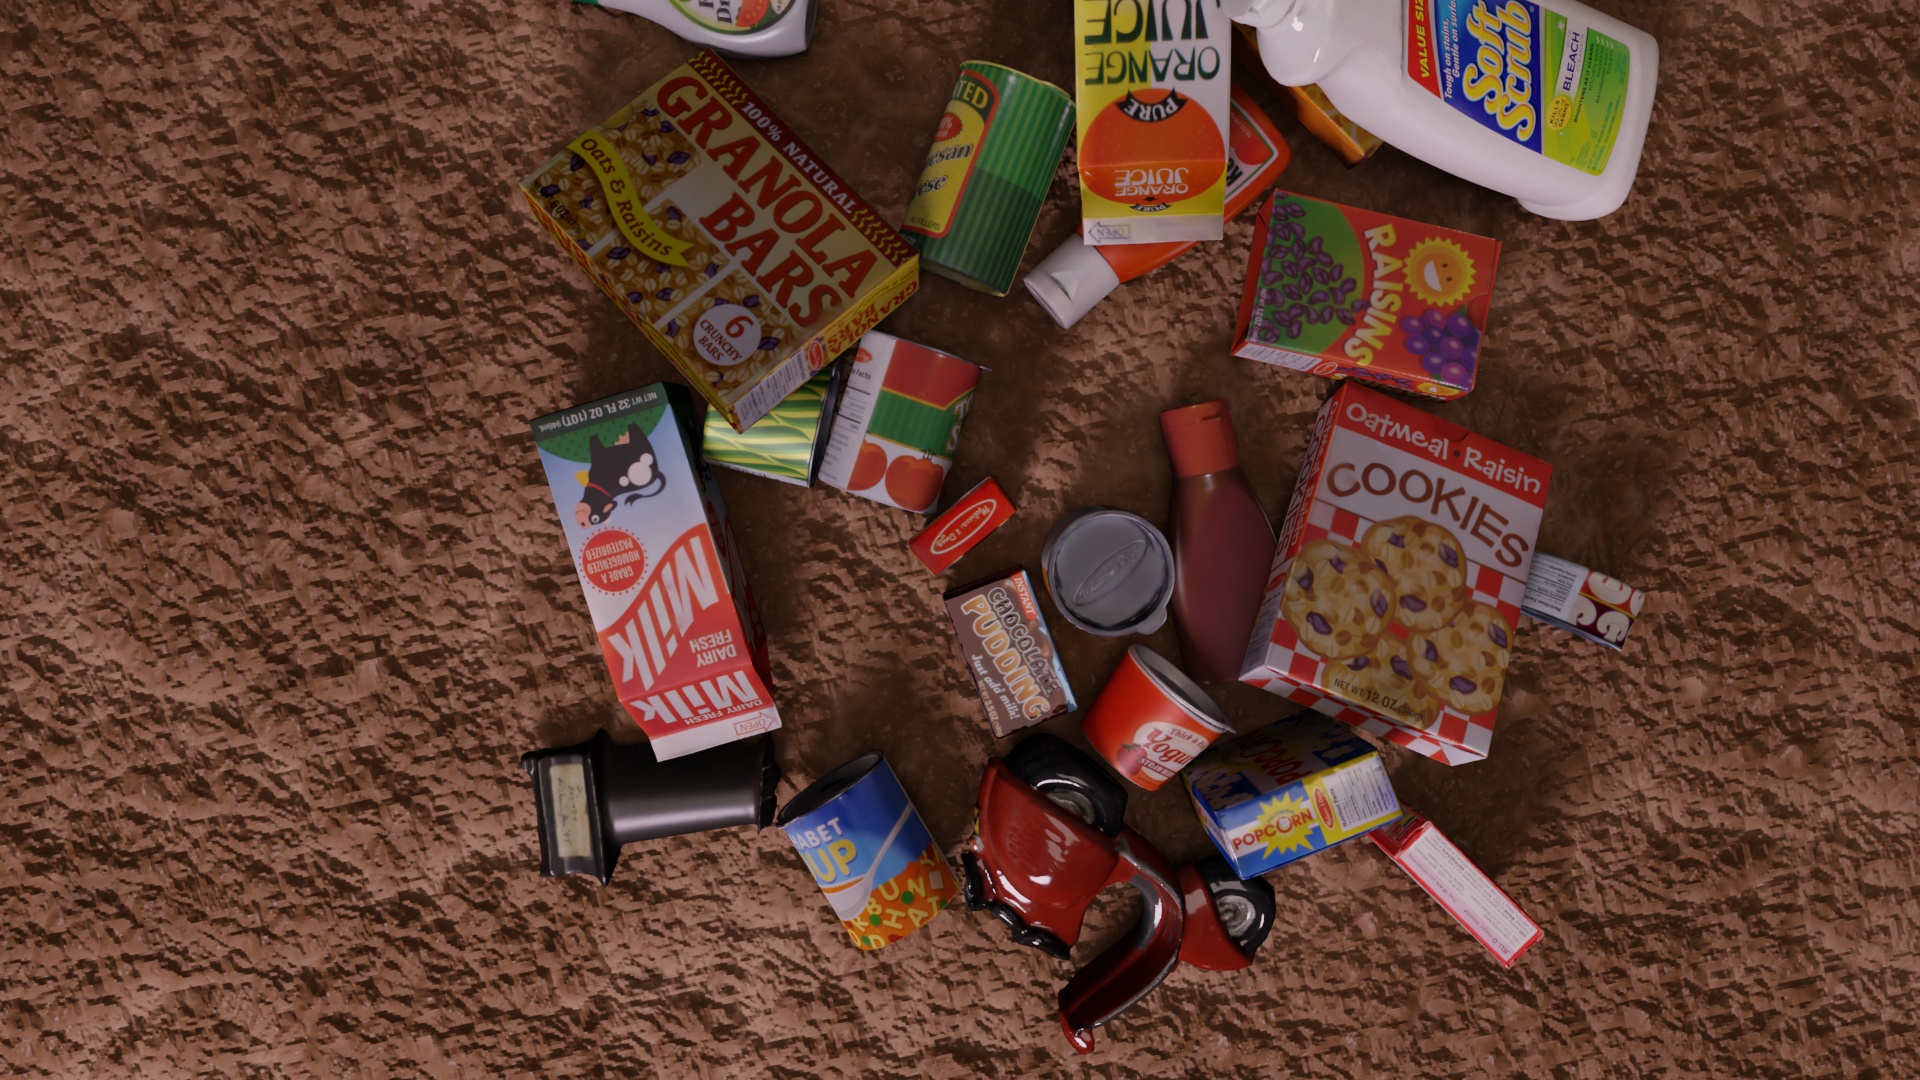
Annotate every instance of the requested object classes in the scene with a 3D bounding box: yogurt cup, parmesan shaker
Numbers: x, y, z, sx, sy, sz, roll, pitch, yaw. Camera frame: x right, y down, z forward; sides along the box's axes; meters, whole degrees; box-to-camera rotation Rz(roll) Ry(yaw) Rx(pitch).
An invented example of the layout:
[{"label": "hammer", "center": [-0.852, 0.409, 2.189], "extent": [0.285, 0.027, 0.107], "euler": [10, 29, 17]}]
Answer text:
[{"label": "yogurt cup", "center": [0.102, 0.096, 0.745], "extent": [0.072, 0.072, 0.054], "euler": [38, 101, -3]}, {"label": "parmesan shaker", "center": [0.014, -0.186, 0.719], "extent": [0.071, 0.071, 0.103], "euler": [21, 93, -2]}]

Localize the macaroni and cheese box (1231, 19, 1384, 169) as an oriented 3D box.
[{"label": "macaroni and cheese box", "center": [0.225, -0.301, 0.731], "extent": [0.123, 0.040, 0.166], "euler": [44, 93, -4]}]

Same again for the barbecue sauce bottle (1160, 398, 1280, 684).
[{"label": "barbecue sauce bottle", "center": [0.139, -0.001, 0.748], "extent": [0.065, 0.043, 0.148], "euler": [-12, 93, -15]}]

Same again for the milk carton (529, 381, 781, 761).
[{"label": "milk carton", "center": [-0.154, 0.018, 0.730], "extent": [0.072, 0.073, 0.190], "euler": [-16, 94, 0]}]

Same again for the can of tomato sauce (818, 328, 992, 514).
[{"label": "can of tomato sauce", "center": [-0.030, -0.062, 0.730], "extent": [0.071, 0.071, 0.083], "euler": [18, 94, -2]}]

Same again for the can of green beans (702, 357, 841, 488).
[{"label": "can of green beans", "center": [-0.099, -0.066, 0.729], "extent": [0.058, 0.071, 0.071], "euler": [14, 94, -1]}]

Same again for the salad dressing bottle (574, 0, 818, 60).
[{"label": "salad dressing bottle", "center": [-0.150, -0.291, 0.723], "extent": [0.148, 0.044, 0.064], "euler": [10, 91, -1]}]

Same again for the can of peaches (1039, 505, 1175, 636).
[{"label": "can of peaches", "center": [0.078, 0.017, 0.741], "extent": [0.071, 0.058, 0.071], "euler": [0, 94, -2]}]

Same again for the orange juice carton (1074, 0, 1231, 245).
[{"label": "orange juice carton", "center": [0.092, -0.238, 0.664], "extent": [0.072, 0.073, 0.191], "euler": [0, 111, 8]}]

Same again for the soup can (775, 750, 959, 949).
[{"label": "soup can", "center": [-0.051, 0.167, 0.743], "extent": [0.071, 0.071, 0.083], "euler": [-30, 94, 1]}]

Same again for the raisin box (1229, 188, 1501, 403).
[{"label": "raisin box", "center": [0.214, -0.129, 0.737], "extent": [0.123, 0.040, 0.086], "euler": [13, 83, -2]}]

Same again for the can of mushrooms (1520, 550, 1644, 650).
[{"label": "can of mushrooms", "center": [0.328, 0.032, 0.744], "extent": [0.071, 0.071, 0.033], "euler": [23, 93, -2]}]

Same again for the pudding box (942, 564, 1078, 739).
[{"label": "pudding box", "center": [0.027, 0.060, 0.757], "extent": [0.050, 0.030, 0.083], "euler": [-20, 94, 0]}]

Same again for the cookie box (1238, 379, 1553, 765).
[{"label": "cookie box", "center": [0.230, 0.015, 0.724], "extent": [0.123, 0.040, 0.168], "euler": [22, 71, -3]}]

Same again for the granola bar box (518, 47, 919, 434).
[{"label": "granola bar box", "center": [-0.120, -0.154, 0.699], "extent": [0.124, 0.039, 0.166], "euler": [-41, 77, -13]}]

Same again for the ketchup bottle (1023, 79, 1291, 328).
[{"label": "ketchup bottle", "center": [0.100, -0.174, 0.736], "extent": [0.149, 0.043, 0.065], "euler": [-42, 90, 2]}]

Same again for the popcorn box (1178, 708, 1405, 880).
[{"label": "popcorn box", "center": [0.165, 0.128, 0.716], "extent": [0.085, 0.127, 0.038], "euler": [-22, 92, 1]}]

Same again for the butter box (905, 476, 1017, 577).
[{"label": "butter box", "center": [0.003, -0.009, 0.716], "extent": [0.053, 0.103, 0.024], "euler": [-38, 91, 4]}]
